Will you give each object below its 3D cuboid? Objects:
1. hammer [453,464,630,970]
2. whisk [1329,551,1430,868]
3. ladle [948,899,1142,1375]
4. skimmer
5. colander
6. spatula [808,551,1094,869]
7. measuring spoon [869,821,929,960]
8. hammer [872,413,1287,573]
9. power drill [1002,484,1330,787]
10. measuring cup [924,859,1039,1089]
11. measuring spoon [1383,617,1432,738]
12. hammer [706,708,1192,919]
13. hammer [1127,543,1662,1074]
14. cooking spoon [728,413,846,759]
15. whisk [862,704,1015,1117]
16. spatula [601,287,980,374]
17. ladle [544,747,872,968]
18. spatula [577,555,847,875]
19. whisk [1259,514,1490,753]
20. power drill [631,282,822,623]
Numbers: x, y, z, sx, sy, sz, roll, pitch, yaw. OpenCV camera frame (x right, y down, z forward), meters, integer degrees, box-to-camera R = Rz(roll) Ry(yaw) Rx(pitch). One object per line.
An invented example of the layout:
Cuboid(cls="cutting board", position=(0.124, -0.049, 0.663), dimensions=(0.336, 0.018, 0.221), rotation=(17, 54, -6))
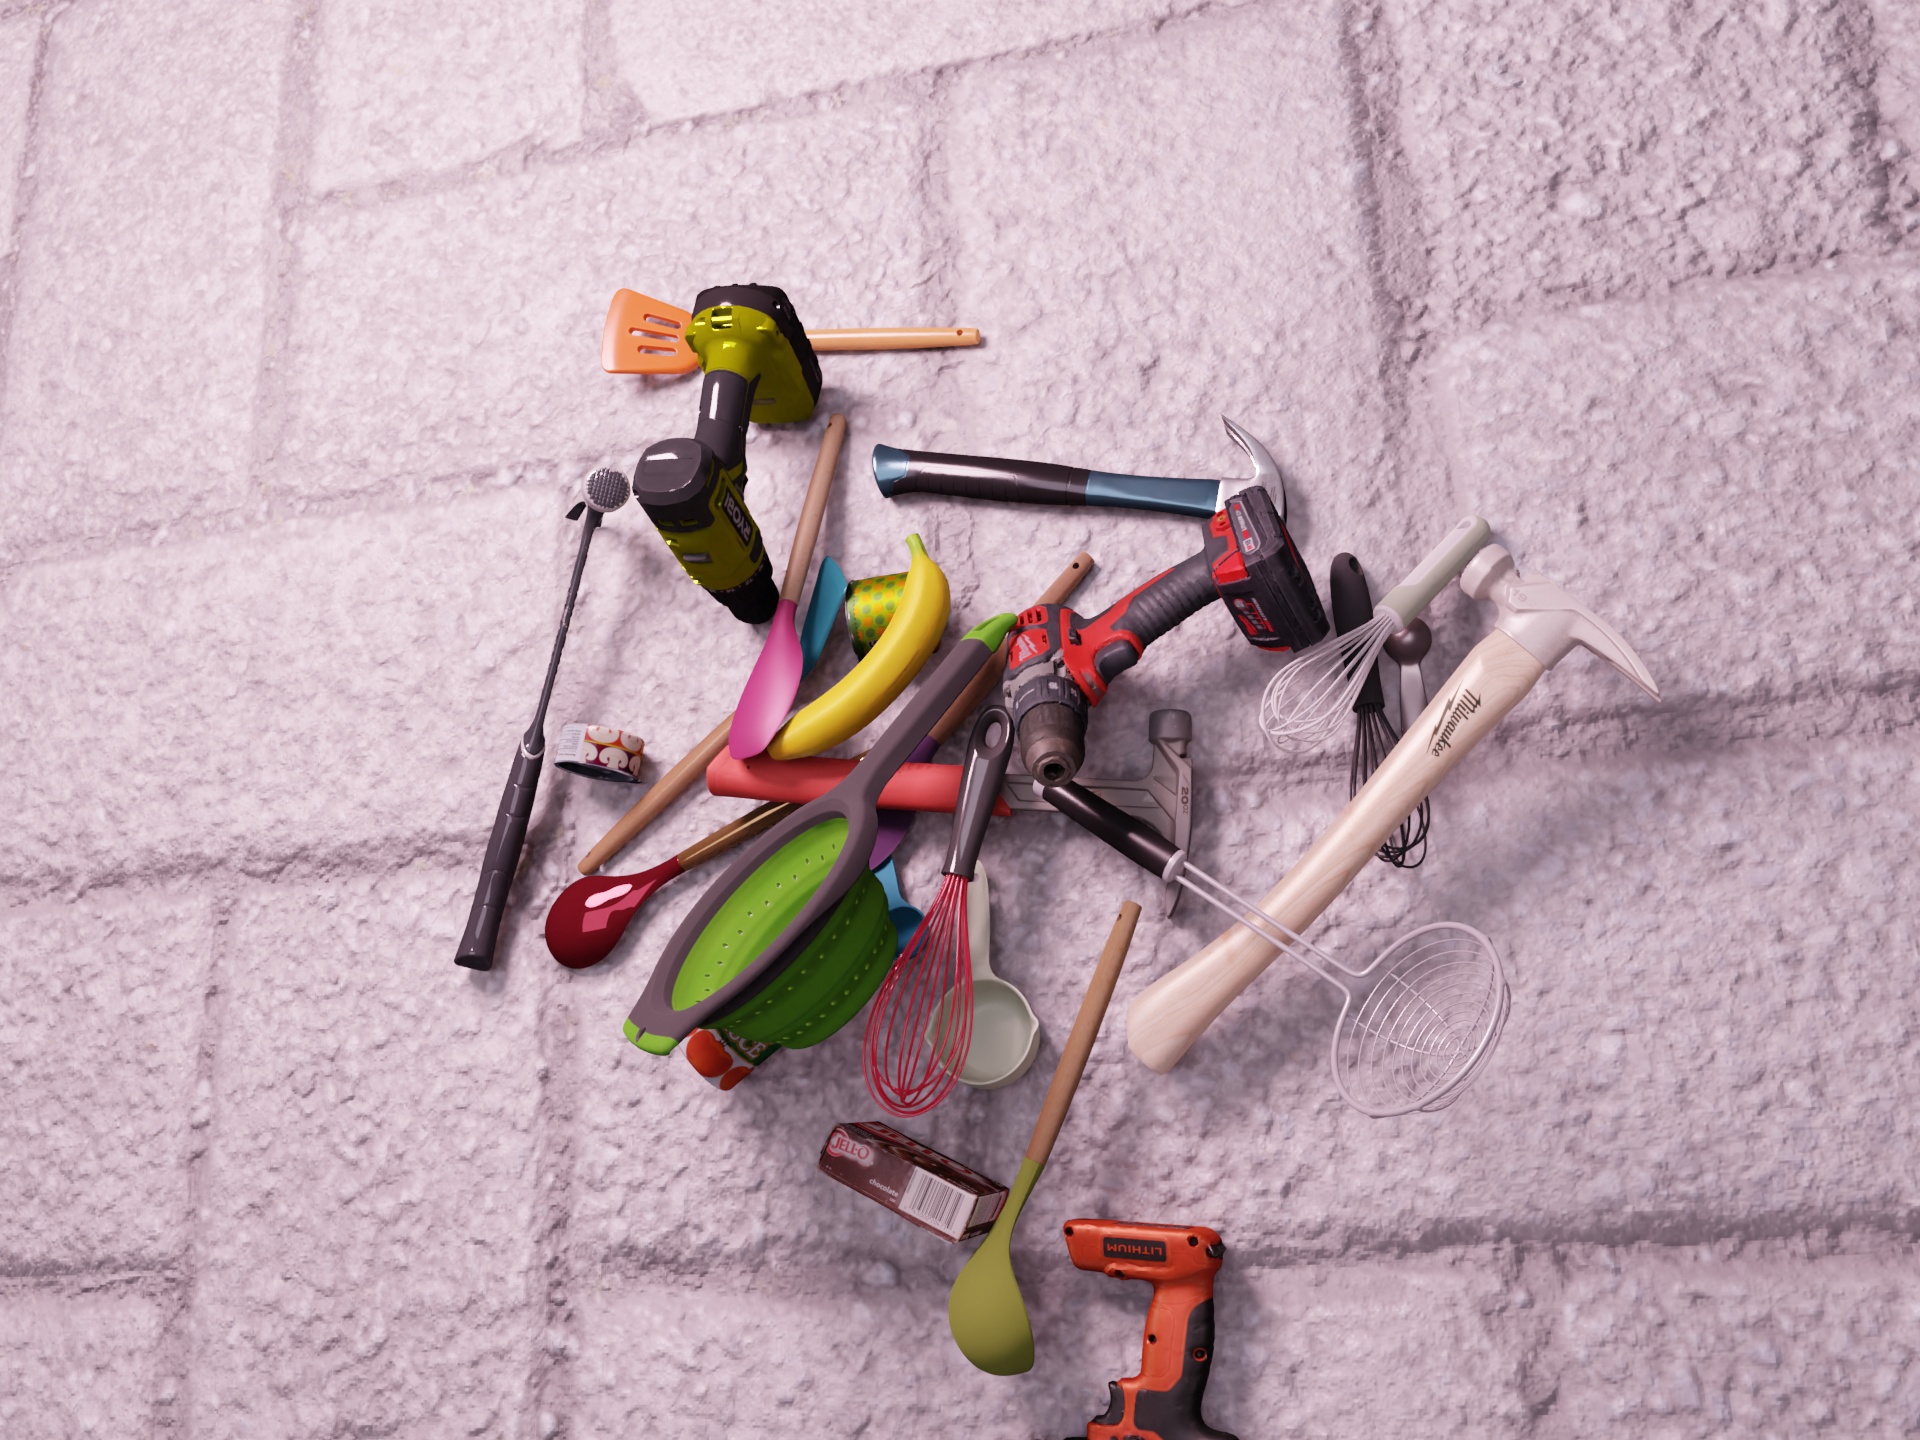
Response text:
Cuboid(cls="hammer", position=(-0.338, 0.000, 1.268), dimensions=(0.036, 0.149, 0.409), rotation=(15, 88, -19))
Cuboid(cls="whisk", position=(0.288, -0.010, 1.112), dimensions=(0.055, 0.055, 0.239), rotation=(-10, 68, 14))
Cuboid(cls="ladle", position=(0.070, 0.274, 1.064), dimensions=(0.062, 0.078, 0.320), rotation=(27, 75, -16))
Cuboid(cls="skimmer", position=(0.175, 0.115, 1.004), dimensions=(0.364, 0.090, 0.127), rotation=(33, 87, 32))
Cuboid(cls="colander", position=(-0.061, 0.092, 1.098), dimensions=(0.094, 0.204, 0.397), rotation=(46, 70, -18))
Cuboid(cls="spatula", position=(-0.002, -0.004, 1.204), dimensions=(0.060, 0.018, 0.316), rotation=(38, 86, 23))
Cuboid(cls="measuring spoon", position=(-0.053, 0.122, 1.193), dimensions=(0.042, 0.021, 0.129), rotation=(-24, 61, 9))
Cuboid(cls="hammer", position=(0.085, -0.179, 1.222), dimensions=(0.331, 0.033, 0.128), rotation=(8, 79, 18))
Cuboid(cls="power drill", position=(0.130, -0.051, 1.089), dimensions=(0.226, 0.080, 0.188), rotation=(-27, 28, 17))
Cuboid(cls="measuring cup", position=(0.017, 0.183, 1.146), dimensions=(0.083, 0.038, 0.168), rotation=(-10, 62, 13))
Cuboid(cls="measuring spoon", position=(0.318, -0.016, 1.117), dimensions=(0.034, 0.018, 0.124), rotation=(-6, 74, 15))
Cuboid(cls="hammer", position=(-0.011, 0.059, 1.164), dimensions=(0.359, 0.036, 0.149), rotation=(3, 78, 11))
Cuboid(cls="hammer", position=(0.264, 0.082, 1.040), dimensions=(0.410, 0.038, 0.146), rotation=(-49, 60, 9))
Cuboid(cls="cooking spoon", position=(-0.128, -0.111, 1.230), dimensions=(0.069, 0.017, 0.319), rotation=(-16, 51, 40))
Cuboid(cls="whisk", position=(-0.006, 0.127, 1.103), dimensions=(0.073, 0.073, 0.296), rotation=(9, 73, 18))
Cuboid(cls="spatula", position=(-0.142, -0.320, 1.324), dimensions=(0.322, 0.041, 0.081), rotation=(3, 74, 16))
Cuboid(cls="ladle", position=(-0.193, 0.099, 1.232), dimensions=(0.315, 0.031, 0.069), rotation=(-29, 68, 5))
Cuboid(cls="spatula", position=(-0.194, 0.004, 1.247), dimensions=(0.317, 0.044, 0.082), rotation=(-44, 28, 4))
Cuboid(cls="whisk", position=(0.288, -0.065, 1.090), dimensions=(0.246, 0.058, 0.059), rotation=(-42, 110, -22))
Cuboid(cls="power drill", position=(-0.172, -0.204, 1.241), dimensions=(0.080, 0.190, 0.229), rotation=(0, 61, 17))
